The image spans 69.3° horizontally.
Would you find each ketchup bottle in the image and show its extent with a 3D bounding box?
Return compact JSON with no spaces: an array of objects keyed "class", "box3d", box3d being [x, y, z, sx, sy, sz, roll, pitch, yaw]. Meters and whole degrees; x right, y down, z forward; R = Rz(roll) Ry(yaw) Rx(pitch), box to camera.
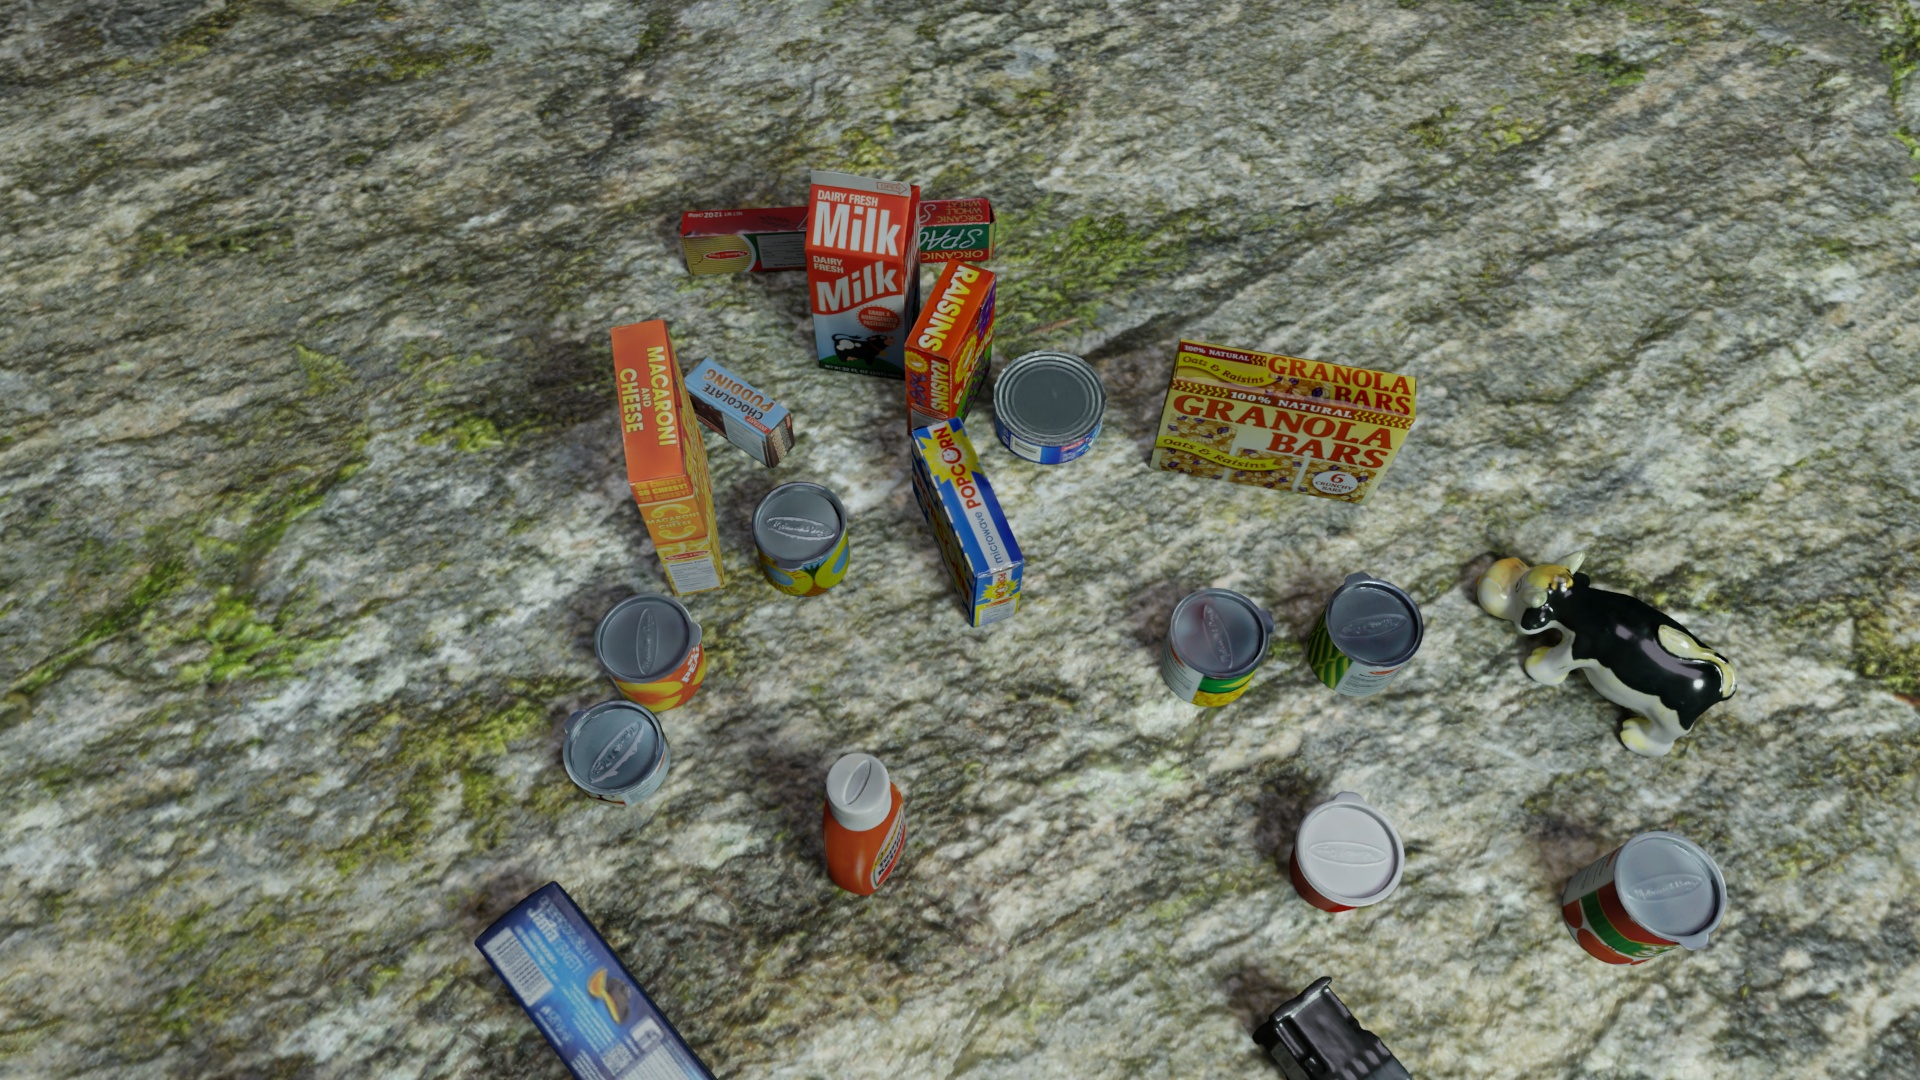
[{"class":"ketchup bottle","box3d":[-0.060,0.170,0.851,0.043,0.148,0.065,21,64,10]}]

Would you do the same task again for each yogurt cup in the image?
[{"class":"yogurt cup","box3d":[0.244,0.205,0.890,0.072,0.053,0.073,0,63,-1]}]

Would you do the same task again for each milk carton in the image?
[{"class":"milk carton","box3d":[-0.070,-0.203,1.023,0.072,0.189,0.074,8,63,3]}]

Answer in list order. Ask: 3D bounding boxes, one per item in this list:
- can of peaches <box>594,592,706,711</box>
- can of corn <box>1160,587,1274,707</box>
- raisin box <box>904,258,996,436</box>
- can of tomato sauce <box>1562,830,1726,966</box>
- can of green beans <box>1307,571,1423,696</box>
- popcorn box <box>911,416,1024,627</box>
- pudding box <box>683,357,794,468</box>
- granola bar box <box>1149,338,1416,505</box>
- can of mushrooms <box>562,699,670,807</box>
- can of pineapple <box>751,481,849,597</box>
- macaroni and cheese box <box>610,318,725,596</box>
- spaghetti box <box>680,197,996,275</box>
[{"class":"can of peaches","box3d":[-0.208,0.077,0.949,0.071,0.057,0.071,0,63,-1]},{"class":"can of corn","box3d":[0.176,0.074,0.956,0.071,0.058,0.071,0,63,-1]},{"class":"raisin box","box3d":[-0.007,-0.135,1.026,0.040,0.123,0.086,21,64,10]},{"class":"can of tomato sauce","box3d":[0.425,0.226,0.866,0.071,0.082,0.071,0,63,-1]},{"class":"can of green beans","box3d":[0.279,0.068,0.961,0.071,0.057,0.071,0,63,-1]},{"class":"popcorn box","box3d":[0.004,-0.012,0.983,0.038,0.085,0.127,-19,64,-10]},{"class":"pudding box","box3d":[-0.167,-0.096,1.045,0.084,0.049,0.030,33,67,15]},{"class":"granola bar box","box3d":[0.228,-0.084,1.002,0.166,0.123,0.039,10,63,4]},{"class":"can of mushrooms","box3d":[-0.231,0.141,0.929,0.071,0.033,0.071,0,62,-1]},{"class":"can of pineapple","box3d":[-0.114,0.001,0.990,0.071,0.057,0.071,0,63,-1]},{"class":"macaroni and cheese box","box3d":[-0.199,-0.053,0.956,0.040,0.165,0.124,-10,63,-6]},{"class":"spaghetti box","box3d":[-0.097,-0.246,1.124,0.250,0.050,0.029,-3,63,-3]}]
